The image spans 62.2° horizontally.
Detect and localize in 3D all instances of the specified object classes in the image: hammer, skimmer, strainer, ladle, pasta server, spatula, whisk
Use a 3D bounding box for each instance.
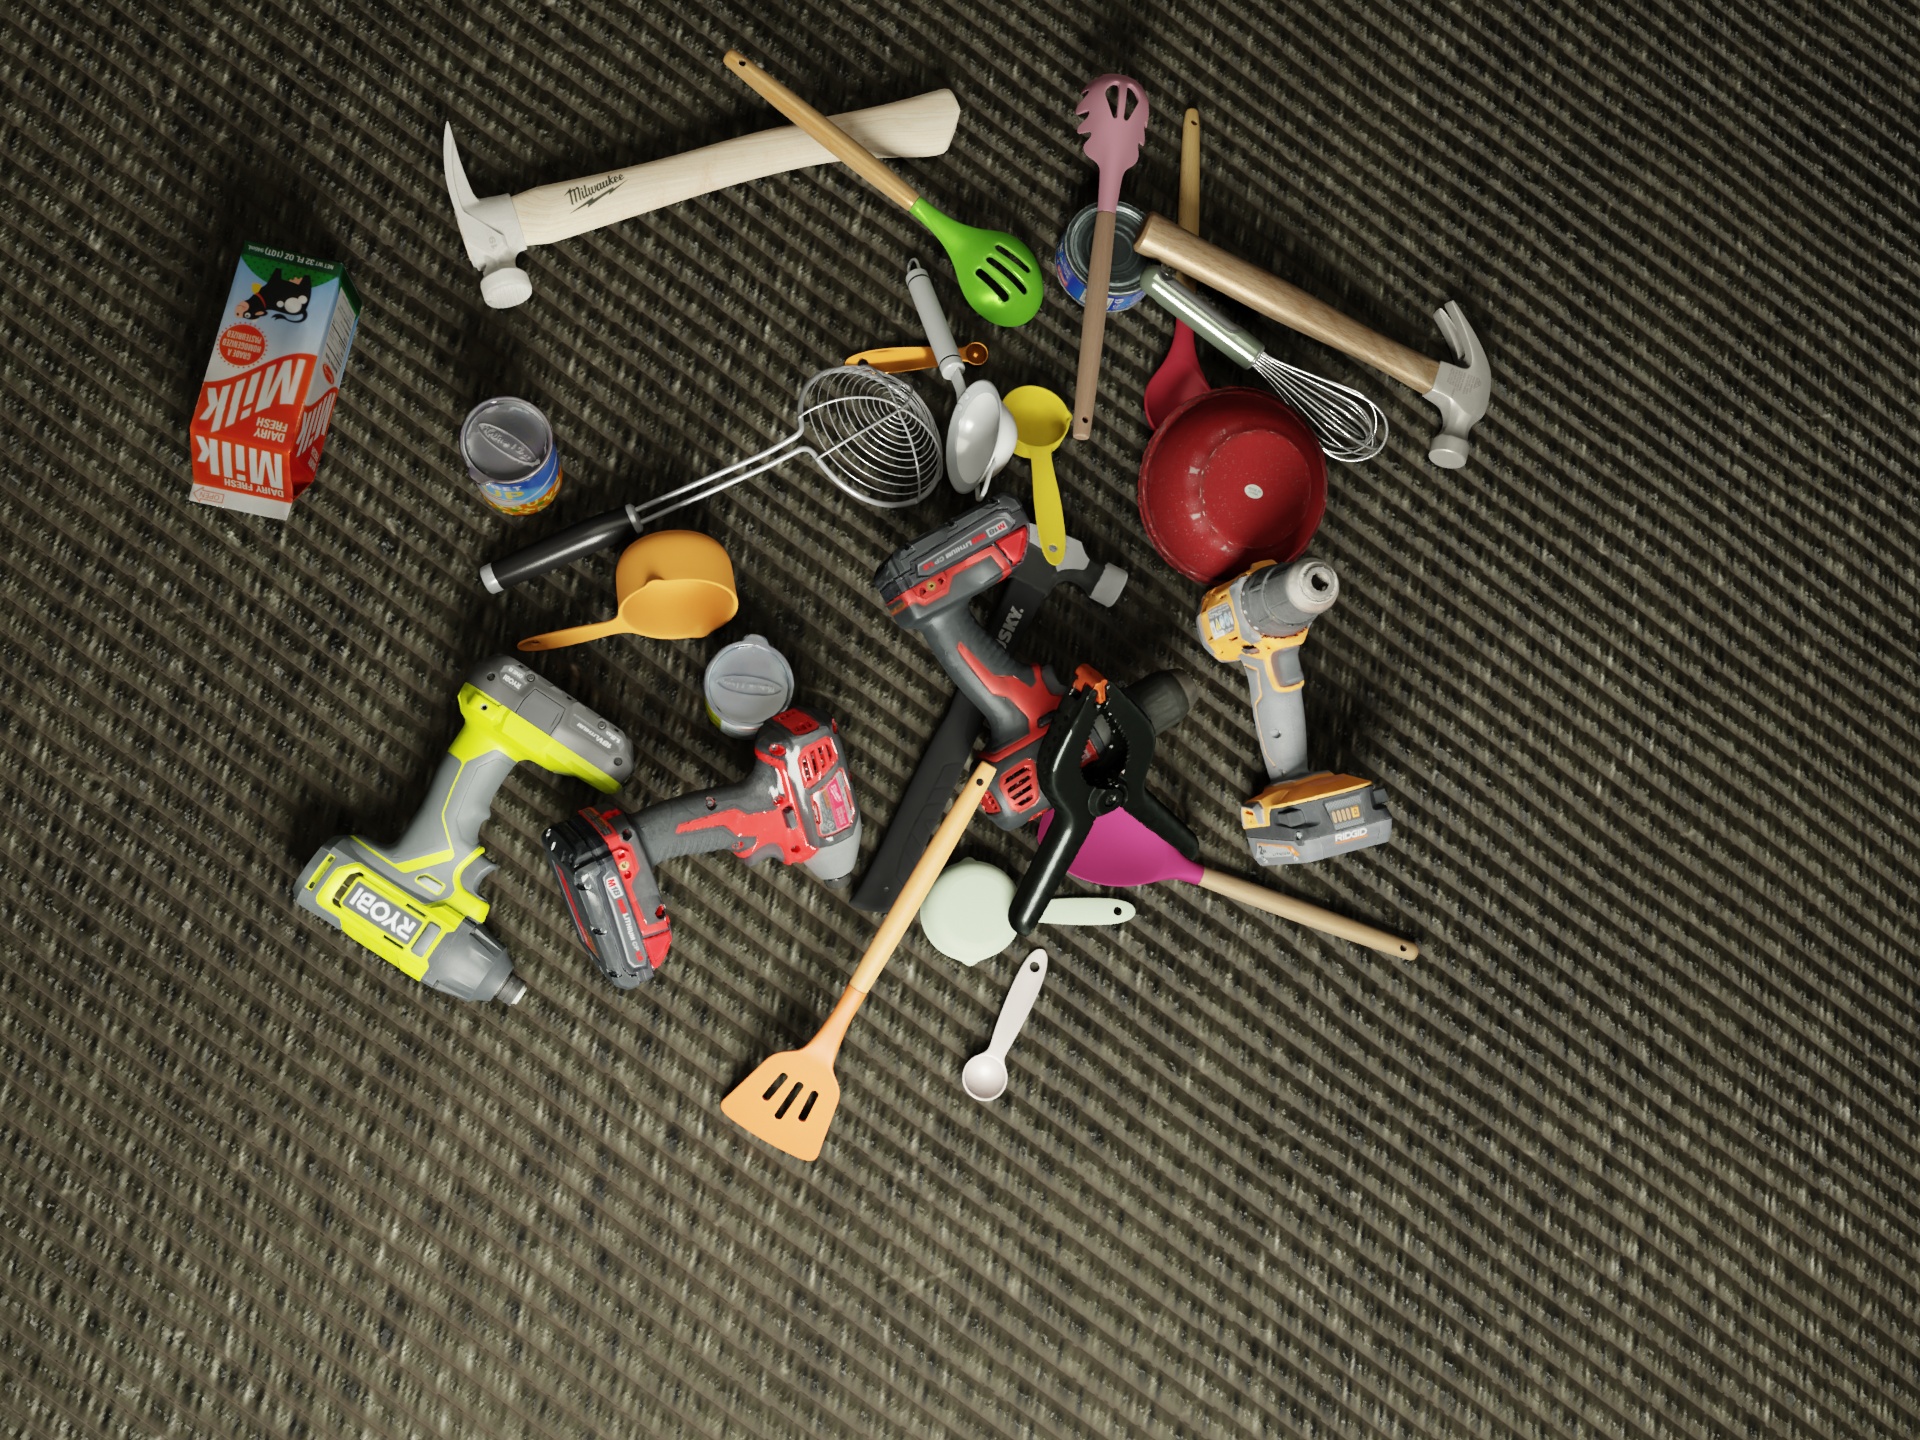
[{"bbox_3d":[-0.199,-0.450,1.271,0.410,0.038,0.146,-19,82,-12],"label":"hammer"},{"bbox_3d":[-0.188,-0.170,1.228,0.363,0.090,0.127,-24,77,-2],"label":"skimmer"},{"bbox_3d":[-0.002,-0.004,1.227,0.146,0.035,0.335,27,78,-5],"label":"hammer"},{"bbox_3d":[-0.002,-0.269,1.234,0.050,0.086,0.259,1,56,-32],"label":"strainer"},{"bbox_3d":[0.187,-0.367,1.324,0.069,0.031,0.315,7,77,-17],"label":"ladle"},{"bbox_3d":[0.113,-0.378,1.279,0.060,0.040,0.316,8,83,-8],"label":"pasta server"},{"bbox_3d":[-0.062,0.170,1.146,0.081,0.041,0.322,31,90,-3],"label":"spatula"},{"bbox_3d":[0.295,-0.334,1.315,0.331,0.031,0.130,24,75,-12],"label":"hammer"},{"bbox_3d":[0.246,-0.292,1.295,0.246,0.059,0.058,35,39,-9],"label":"whisk"}]

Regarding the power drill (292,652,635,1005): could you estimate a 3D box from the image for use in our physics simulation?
[{"bbox_3d":[-0.338,0.080,1.139,0.171,0.080,0.223,35,80,-7],"label":"power drill"}]

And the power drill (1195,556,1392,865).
[{"bbox_3d":[0.253,-0.010,1.195,0.084,0.185,0.226,-13,86,-13],"label":"power drill"}]

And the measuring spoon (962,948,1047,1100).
[{"bbox_3d":[0.036,0.230,1.206,0.034,0.018,0.124,28,70,-4],"label":"measuring spoon"}]

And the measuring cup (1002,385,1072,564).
[{"bbox_3d":[0.062,-0.191,1.261,0.062,0.029,0.157,-3,72,-13],"label":"measuring cup"}]

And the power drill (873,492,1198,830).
[{"bbox_3d":[0.058,-0.054,1.189,0.188,0.080,0.226,-29,92,-14],"label":"power drill"}]

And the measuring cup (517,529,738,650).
[{"bbox_3d":[-0.252,-0.094,1.189,0.173,0.095,0.052,-13,66,10],"label":"measuring cup"}]

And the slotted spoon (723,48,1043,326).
[{"bbox_3d":[-0.058,-0.427,1.266,0.313,0.031,0.070,36,82,-11],"label":"slotted spoon"}]

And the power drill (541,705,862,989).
[{"bbox_3d":[-0.171,0.093,1.136,0.219,0.079,0.143,-26,120,-23],"label":"power drill"}]

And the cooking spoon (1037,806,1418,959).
[{"bbox_3d":[0.212,0.130,1.246,0.319,0.017,0.069,20,78,-5],"label":"cooking spoon"}]

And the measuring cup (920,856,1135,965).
[{"bbox_3d":[0.054,0.144,1.207,0.167,0.038,0.083,1,80,-7],"label":"measuring cup"}]

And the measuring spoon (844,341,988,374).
[{"bbox_3d":[-0.036,-0.291,1.285,0.117,0.011,0.021,-6,82,-7],"label":"measuring spoon"}]
